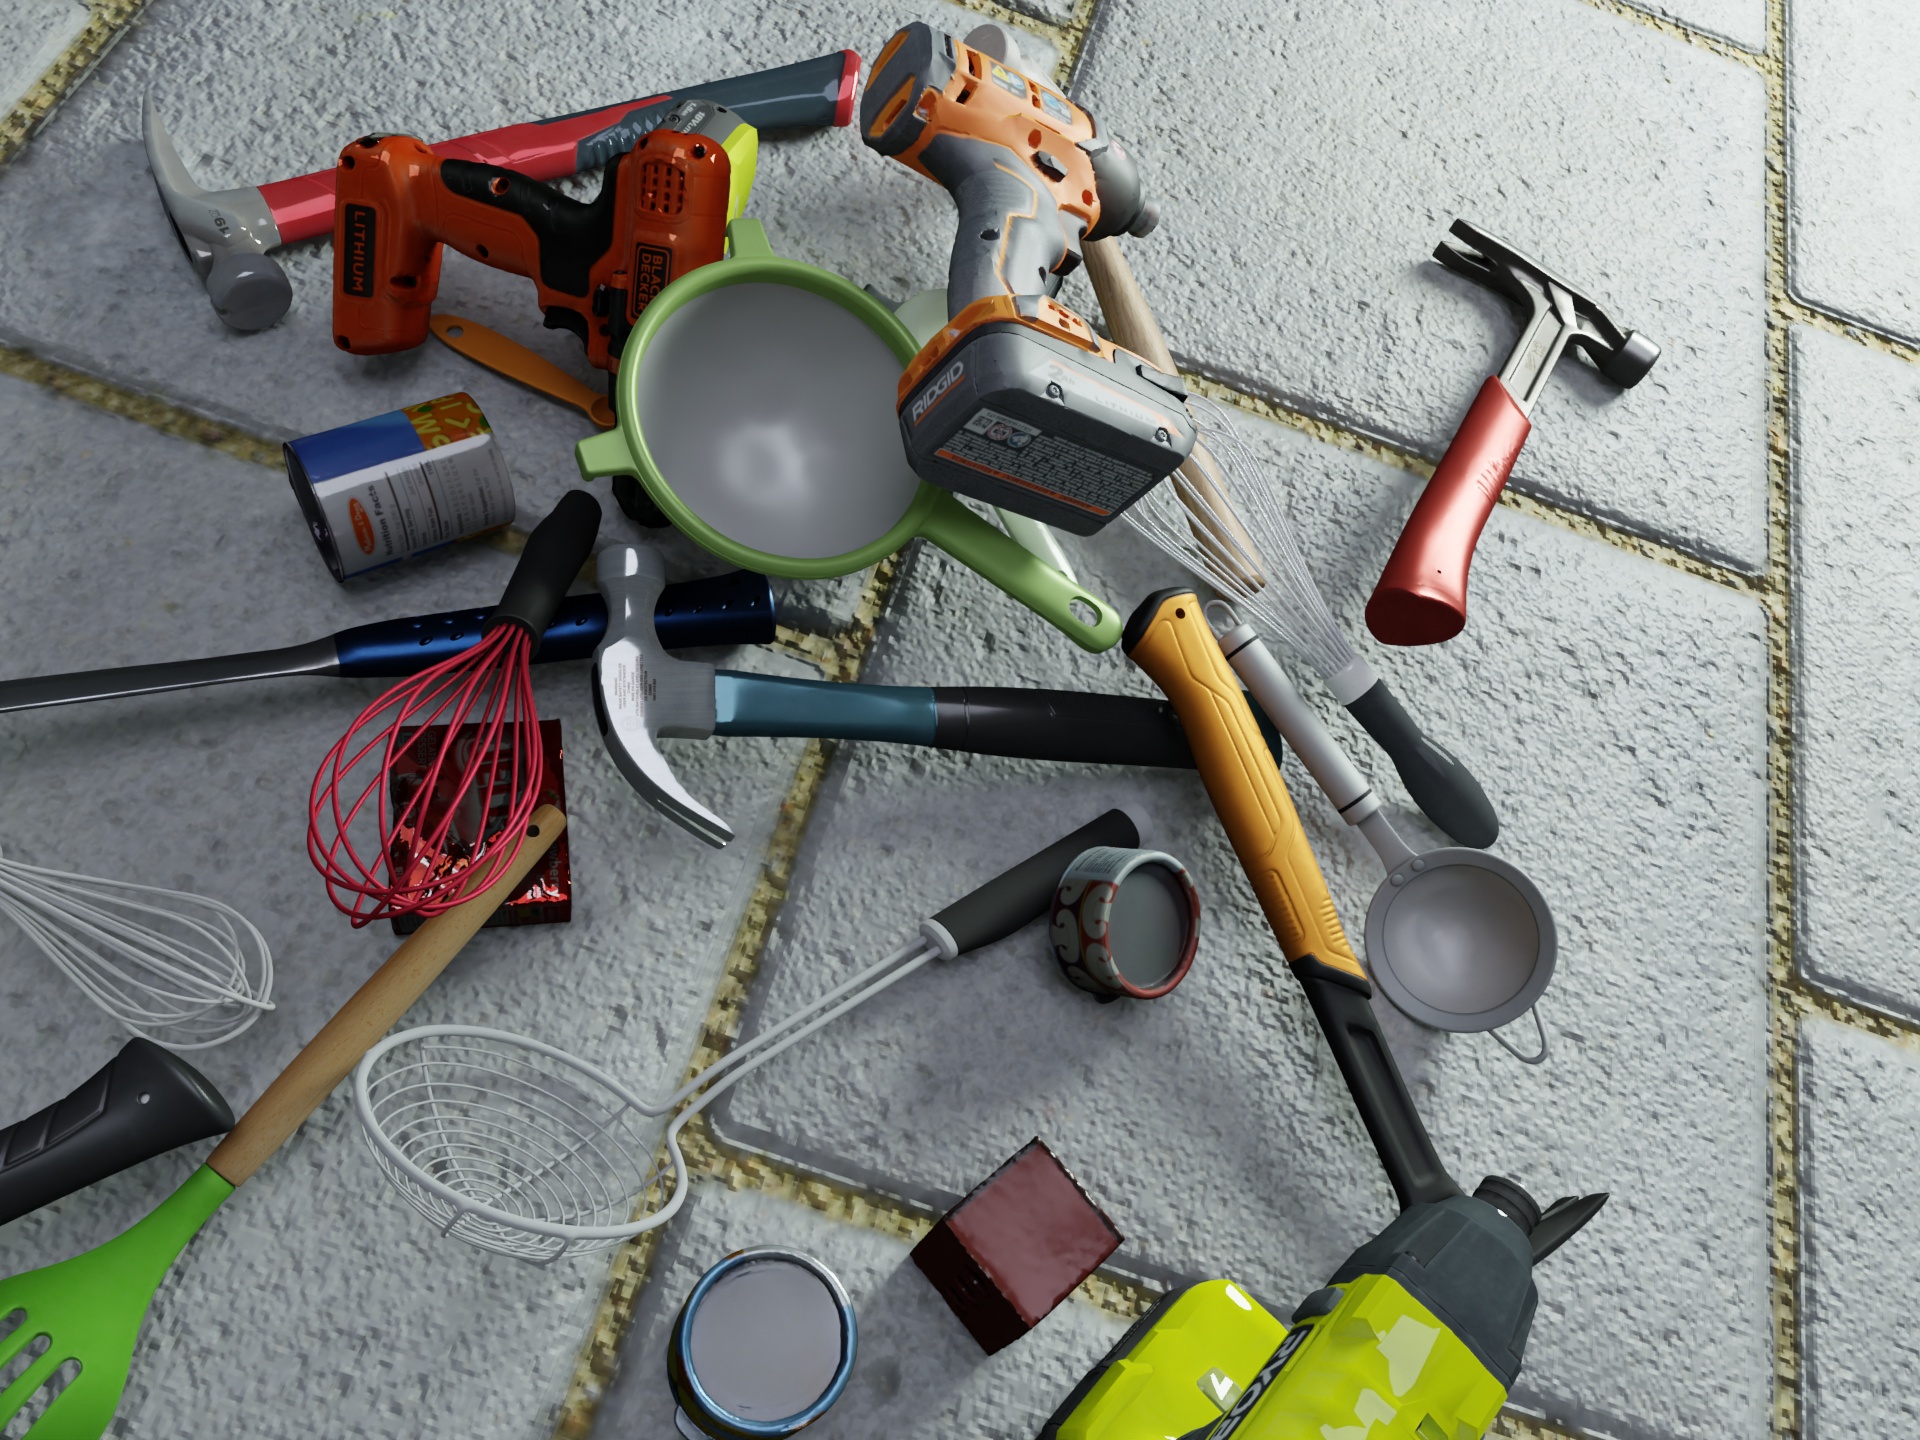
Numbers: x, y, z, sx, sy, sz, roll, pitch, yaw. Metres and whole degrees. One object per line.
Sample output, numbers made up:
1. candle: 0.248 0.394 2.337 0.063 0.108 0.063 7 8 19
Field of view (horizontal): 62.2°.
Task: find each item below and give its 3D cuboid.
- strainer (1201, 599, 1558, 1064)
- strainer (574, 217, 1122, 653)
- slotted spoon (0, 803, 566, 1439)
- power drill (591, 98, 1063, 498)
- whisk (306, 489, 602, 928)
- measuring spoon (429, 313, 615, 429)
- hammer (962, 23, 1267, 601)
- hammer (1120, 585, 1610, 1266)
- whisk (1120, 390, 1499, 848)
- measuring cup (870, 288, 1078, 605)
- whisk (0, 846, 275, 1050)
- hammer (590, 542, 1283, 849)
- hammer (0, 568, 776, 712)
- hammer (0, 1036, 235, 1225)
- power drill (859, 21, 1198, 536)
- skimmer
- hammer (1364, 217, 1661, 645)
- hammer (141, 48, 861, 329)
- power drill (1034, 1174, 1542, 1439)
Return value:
1. strainer: 0.195 0.047 0.752 0.258 0.087 0.050 55 19 6
2. strainer: -0.042 -0.099 0.729 0.256 0.069 0.151 33 65 -14
3. slotted spoon: -0.259 0.147 0.595 0.070 0.031 0.314 36 65 7
4. power drill: -0.066 -0.226 0.835 0.228 0.080 0.191 28 61 -1
5. whisk: -0.181 -0.021 0.618 0.073 0.073 0.296 13 32 -7
6. measuring spoon: -0.221 -0.177 0.810 0.117 0.011 0.021 28 59 6
7. hammer: 0.093 -0.217 0.867 0.130 0.031 0.331 5 61 -61
8. hammer: 0.163 0.091 0.716 0.127 0.034 0.337 -18 77 -21
9. whisk: 0.170 -0.044 0.782 0.284 0.070 0.070 49 61 -4
10. measuring cup: 0.019 -0.133 0.761 0.083 0.038 0.167 -26 82 -30
11. whisk: -0.378 0.061 0.623 0.246 0.059 0.058 24 76 6
12. hammer: -0.001 -0.002 0.731 0.331 0.033 0.128 4 75 -20
13. hammer: -0.276 -0.022 0.677 0.405 0.035 0.144 -9 37 -22
14. hammer: -0.411 0.199 0.520 0.335 0.035 0.146 -24 75 -17
15. power drill: 0.040 -0.202 0.731 0.164 0.084 0.227 14 56 -33
16. skimmer: -0.059 0.099 0.652 0.363 0.090 0.127 -28 42 -27
17. hammer: 0.283 -0.160 0.872 0.149 0.036 0.359 34 49 5
18. hammer: -0.232 -0.323 0.869 0.386 0.038 0.143 -24 68 -24
19. power drill: 0.103 0.238 0.538 0.080 0.223 0.171 44 61 11
